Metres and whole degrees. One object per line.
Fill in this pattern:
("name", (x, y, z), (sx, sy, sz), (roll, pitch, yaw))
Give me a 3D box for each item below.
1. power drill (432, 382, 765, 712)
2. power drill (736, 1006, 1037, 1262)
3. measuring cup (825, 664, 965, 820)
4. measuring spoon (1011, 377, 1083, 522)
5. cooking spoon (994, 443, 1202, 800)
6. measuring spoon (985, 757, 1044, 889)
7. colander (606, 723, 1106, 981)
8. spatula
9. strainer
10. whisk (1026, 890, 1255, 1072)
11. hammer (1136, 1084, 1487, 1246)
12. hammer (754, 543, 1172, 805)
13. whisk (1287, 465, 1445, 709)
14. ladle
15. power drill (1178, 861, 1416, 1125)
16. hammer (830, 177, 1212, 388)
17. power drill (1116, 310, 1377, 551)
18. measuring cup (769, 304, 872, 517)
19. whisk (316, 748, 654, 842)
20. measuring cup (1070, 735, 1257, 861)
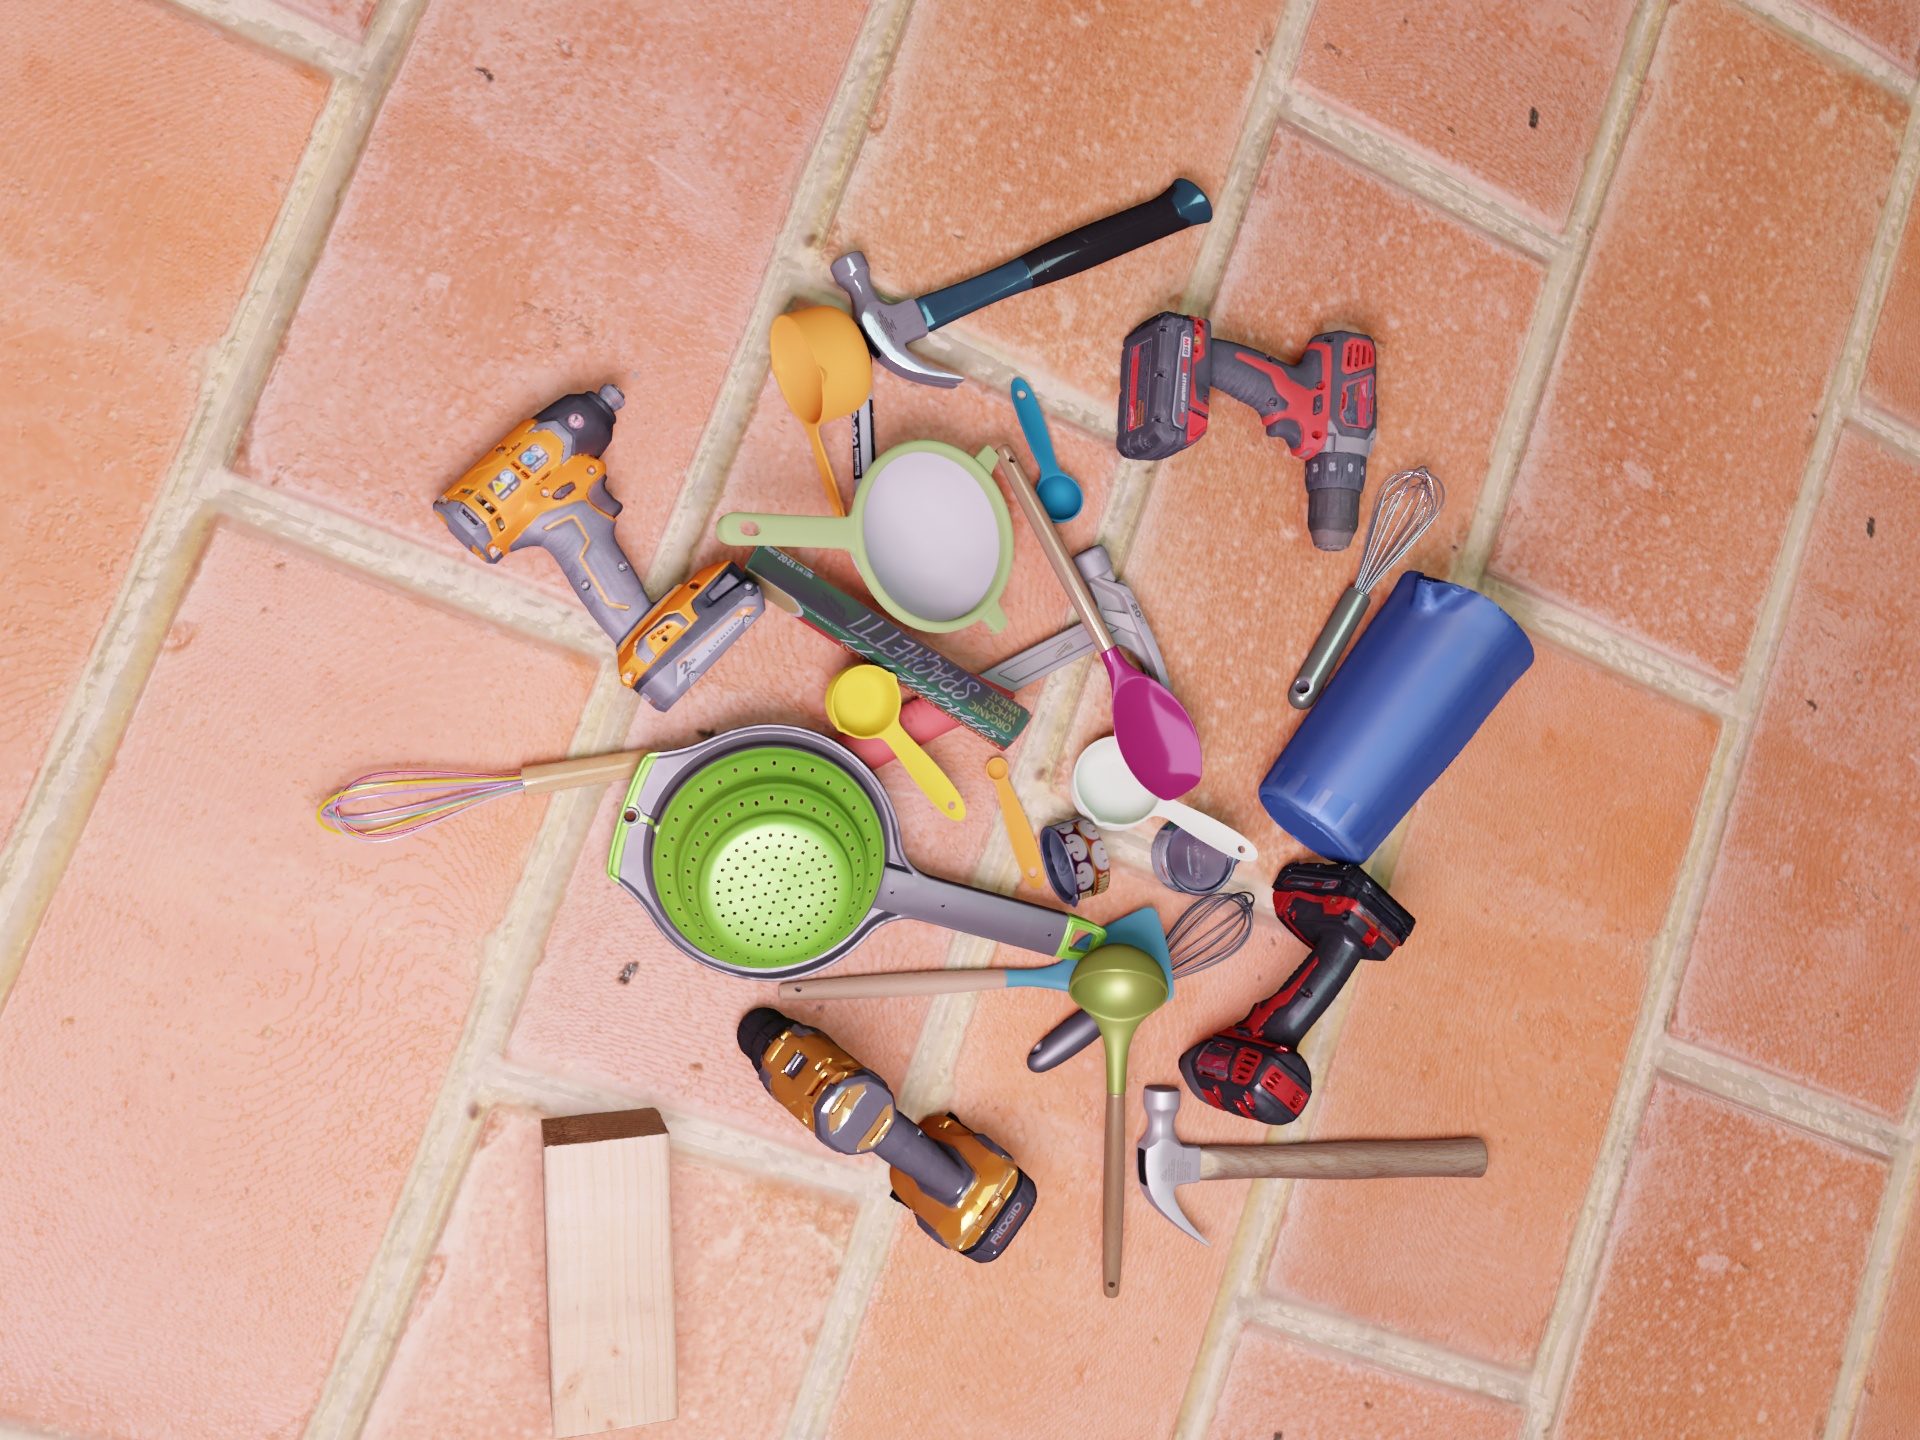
("power drill", (-0.254, -0.134, 1.190), (0.226, 0.084, 0.164), (44, 77, -7))
("power drill", (-0.066, 0.304, 1.208), (0.226, 0.185, 0.084), (44, 77, -31))
("measuring cup", (-0.048, 0.020, 1.243), (0.062, 0.029, 0.156), (-44, 113, -14))
("measuring spoon", (0.065, -0.223, 1.324), (0.042, 0.021, 0.129), (-17, 85, -16))
("cooking spoon", (0.108, -0.081, 1.291), (0.069, 0.017, 0.319), (-29, 93, -16))
("measuring spoon", (0.045, 0.085, 1.312), (0.021, 0.011, 0.117), (-22, 99, -16))
("colander", (-0.064, 0.134, 1.200), (0.397, 0.094, 0.204), (17, 100, -14))
("spatula", (0.013, 0.204, 1.280), (0.317, 0.044, 0.082), (-2, 62, -15))
("strainer", (-0.079, -0.140, 1.227), (0.256, 0.069, 0.151), (-2, 88, -34))
("whisk", (0.151, 0.217, 1.324), (0.239, 0.055, 0.055), (-35, 99, -10))
("hammer", (0.307, 0.382, 1.371), (0.331, 0.031, 0.130), (4, 87, -17))
("hammer", (-0.002, -0.004, 1.285), (0.359, 0.037, 0.149), (-27, 96, -16))
("whisk", (0.352, -0.116, 1.393), (0.058, 0.059, 0.246), (27, 83, 29))
("ladle", (0.123, 0.326, 1.271), (0.078, 0.062, 0.320), (2, 105, 6))
("power drill", (0.267, 0.227, 1.314), (0.078, 0.143, 0.220), (41, 72, -16))
("hammer", (0.064, -0.376, 1.315), (0.331, 0.033, 0.128), (-26, 95, -16))
("power drill", (0.251, -0.246, 1.349), (0.226, 0.080, 0.188), (4, 88, -20))
("measuring cup", (-0.096, -0.240, 1.249), (0.052, 0.095, 0.173), (-25, 115, -23))
("whisk", (-0.348, 0.051, 1.181), (0.245, 0.051, 0.047), (-9, 112, -21))
("measuring cup", (0.167, 0.076, 1.315), (0.167, 0.038, 0.083), (29, 74, -1))
